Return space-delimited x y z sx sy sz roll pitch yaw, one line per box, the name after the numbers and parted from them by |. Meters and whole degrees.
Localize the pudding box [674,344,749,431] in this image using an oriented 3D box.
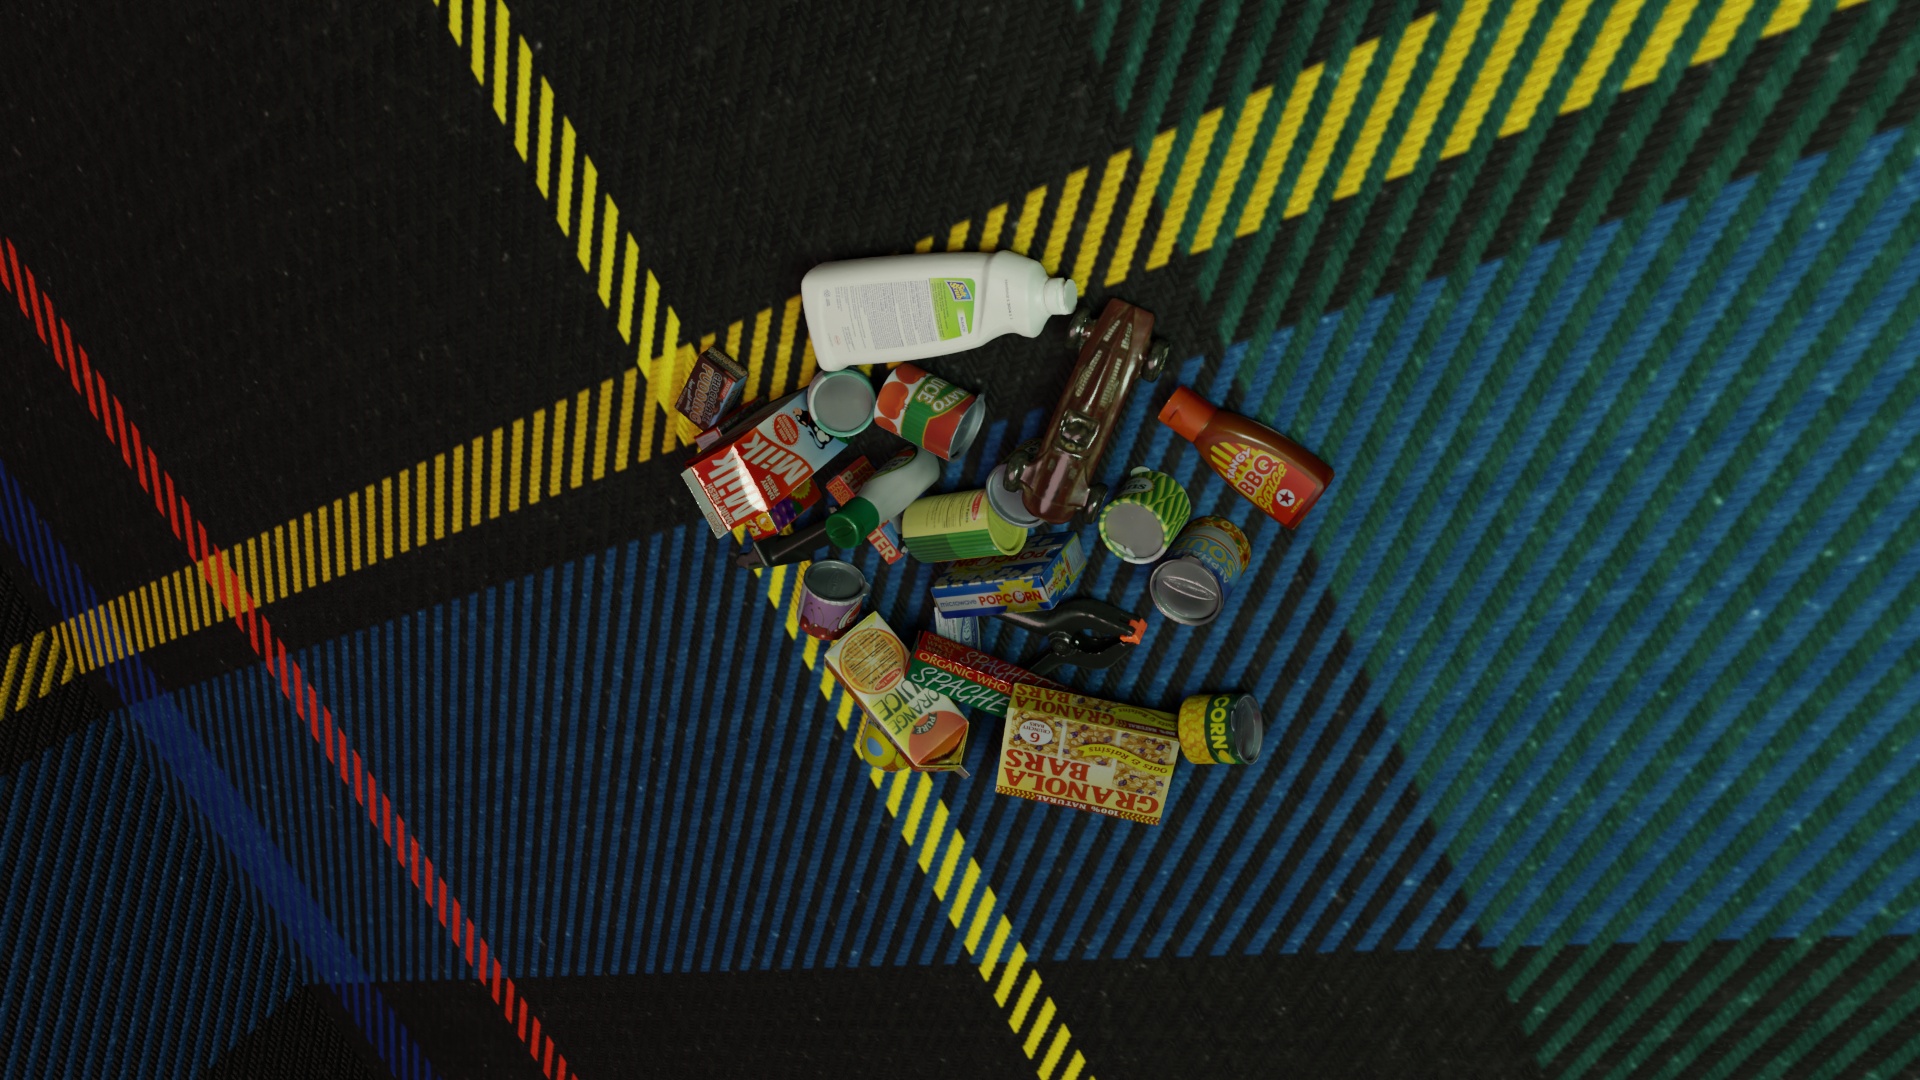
-0.255 -0.154 1.427 0.049 0.030 0.083 40 131 3 | pudding box

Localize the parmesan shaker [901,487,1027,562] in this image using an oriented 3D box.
0.005 -0.017 1.332 0.103 0.072 0.071 -7 114 37 | parmesan shaker

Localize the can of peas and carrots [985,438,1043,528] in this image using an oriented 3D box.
0.065 -0.056 1.274 0.071 0.059 0.070 15 124 23 | can of peas and carrots

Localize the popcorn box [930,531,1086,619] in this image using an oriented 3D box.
0.046 0.033 1.323 0.126 0.085 0.038 -7 115 34 | popcorn box

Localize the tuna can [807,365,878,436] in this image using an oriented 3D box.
-0.111 -0.133 1.330 0.071 0.033 0.071 -2 107 -7 | tuna can

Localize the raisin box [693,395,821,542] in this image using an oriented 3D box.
-0.204 -0.073 1.409 0.040 0.086 0.123 -19 107 37 | raisin box

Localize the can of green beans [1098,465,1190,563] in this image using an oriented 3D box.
0.164 -0.021 1.236 0.071 0.058 0.071 15 125 23 | can of green beans

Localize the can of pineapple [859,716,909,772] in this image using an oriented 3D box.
-0.072 0.211 1.516 0.071 0.071 0.057 29 130 13 | can of pineapple

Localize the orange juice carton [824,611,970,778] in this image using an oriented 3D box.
-0.055 0.173 1.445 0.193 0.073 0.071 49 167 7 | orange juice carton

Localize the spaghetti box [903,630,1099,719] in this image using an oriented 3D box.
0.066 0.158 1.381 0.250 0.029 0.049 21 129 -2 | spaghetti box

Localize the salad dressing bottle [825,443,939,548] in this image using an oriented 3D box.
-0.073 -0.042 1.307 0.064 0.148 0.044 -19 107 37 | salad dressing bottle

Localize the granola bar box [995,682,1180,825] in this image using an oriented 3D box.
0.124 0.210 1.360 0.166 0.039 0.123 11 128 6 | granola bar box

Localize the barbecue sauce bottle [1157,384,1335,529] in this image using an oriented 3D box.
0.236 -0.075 1.168 0.148 0.044 0.064 36 132 8 | barbecue sauce bottle

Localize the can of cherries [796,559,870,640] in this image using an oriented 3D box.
-0.135 0.064 1.465 0.071 0.072 0.058 27 129 14 | can of cherries

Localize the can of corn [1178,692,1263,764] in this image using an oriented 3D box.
0.243 0.176 1.301 0.058 0.071 0.071 -7 114 35 | can of corn

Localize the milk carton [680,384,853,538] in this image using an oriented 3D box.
-0.192 -0.076 1.330 0.073 0.191 0.072 -17 108 38 | milk carton

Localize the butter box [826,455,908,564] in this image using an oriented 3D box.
-0.084 -0.031 1.383 0.024 0.053 0.103 -35 97 39 | butter box

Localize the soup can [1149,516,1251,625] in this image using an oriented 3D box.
0.212 0.023 1.216 0.071 0.084 0.071 15 125 23 | soup can

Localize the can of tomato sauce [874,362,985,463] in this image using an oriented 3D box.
-0.028 -0.121 1.286 0.083 0.071 0.070 27 129 15 | can of tomato sauce

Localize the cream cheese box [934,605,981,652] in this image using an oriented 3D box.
-0.002 0.098 1.413 0.024 0.054 0.103 9 123 24 | cream cheese box
